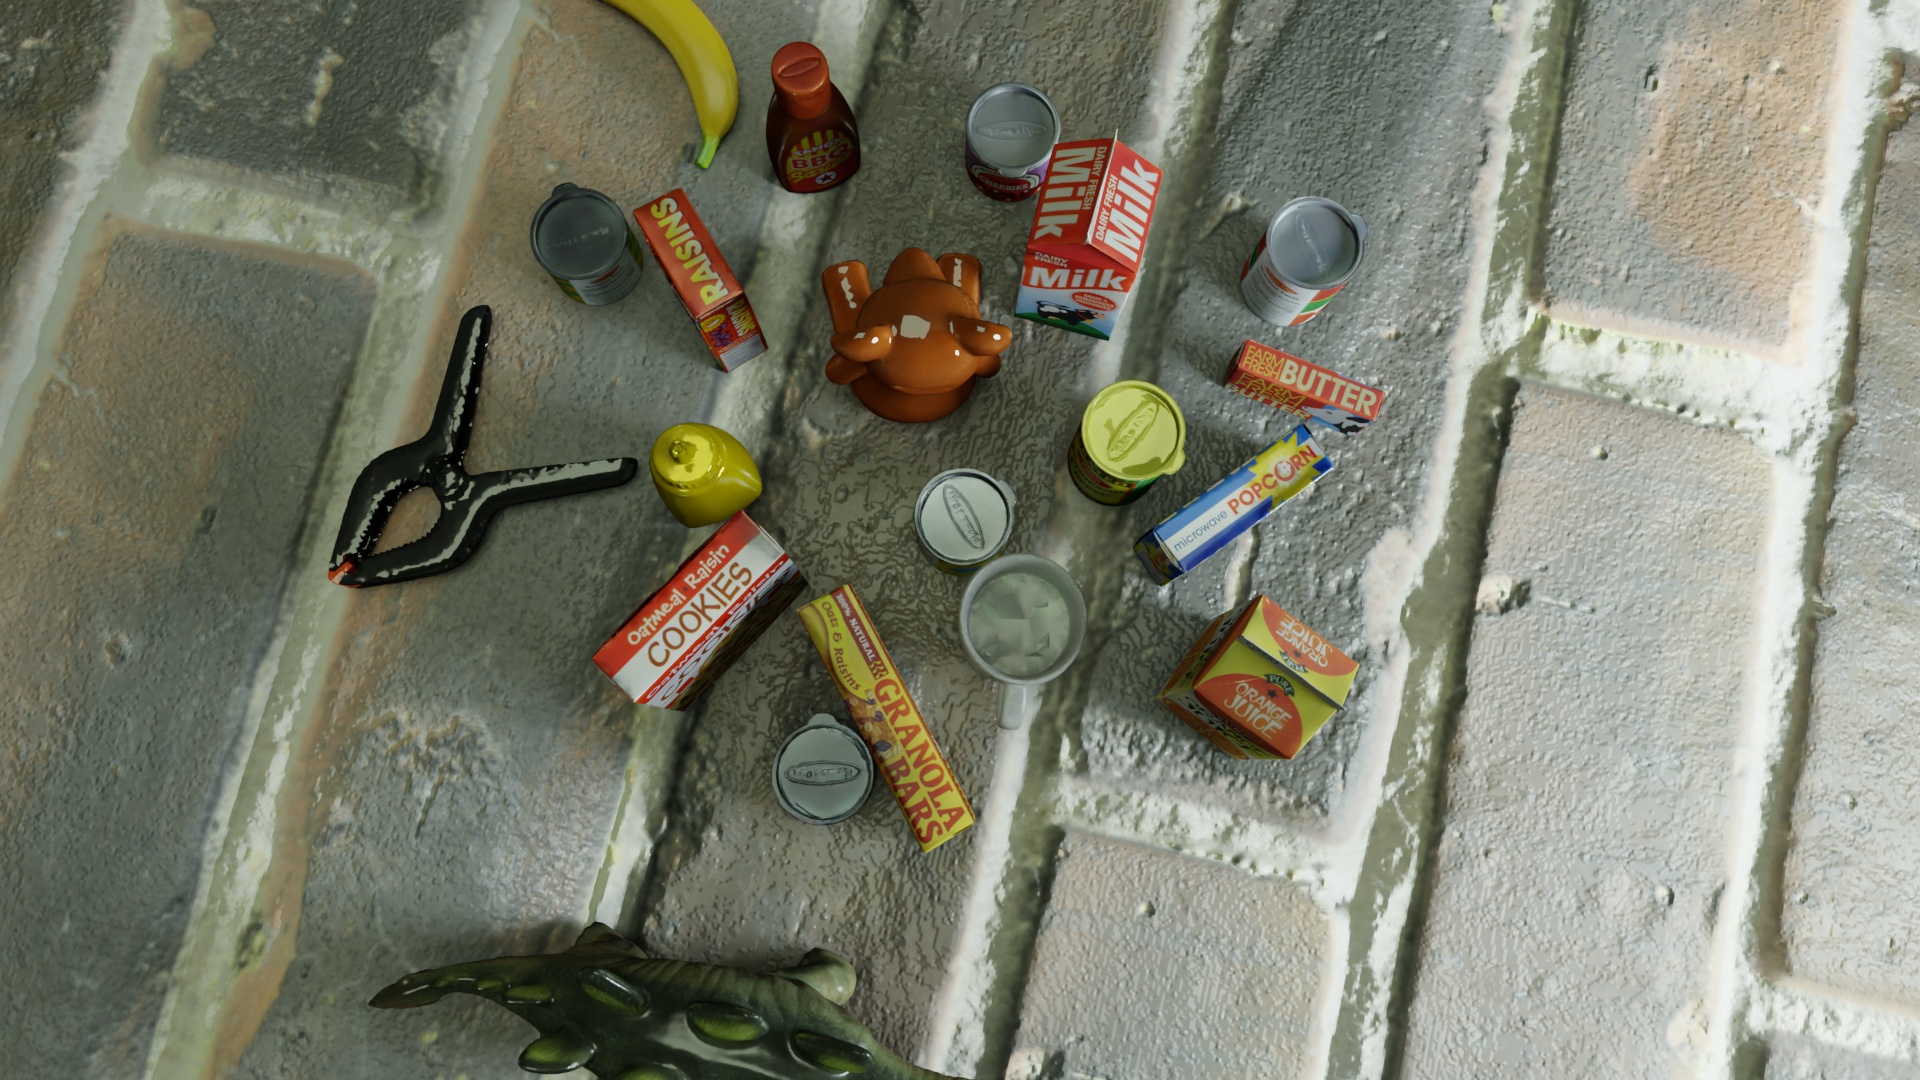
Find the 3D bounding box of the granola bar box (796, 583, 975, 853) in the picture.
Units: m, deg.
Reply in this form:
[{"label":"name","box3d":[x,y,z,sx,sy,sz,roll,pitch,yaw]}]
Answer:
[{"label":"granola bar box","box3d":[-0.046,0.113,0.889,0.039,0.124,0.165,-28,82,-5]}]

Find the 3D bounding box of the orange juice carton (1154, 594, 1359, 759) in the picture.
[{"label":"orange juice carton","box3d":[0.184,0.088,0.865,0.072,0.192,0.073,37,82,4]}]

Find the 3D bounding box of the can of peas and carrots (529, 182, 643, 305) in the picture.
[{"label":"can of peas and carrots","box3d":[-0.261,-0.206,0.971,0.071,0.058,0.071,0,81,-1]}]

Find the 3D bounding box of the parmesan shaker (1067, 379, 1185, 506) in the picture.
[{"label":"parmesan shaker","box3d":[0.111,-0.061,0.933,0.071,0.103,0.071,0,81,-1]}]

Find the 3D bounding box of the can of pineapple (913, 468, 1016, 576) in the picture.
[{"label":"can of pineapple","box3d":[0.003,-0.012,0.945,0.071,0.058,0.071,0,81,-1]}]

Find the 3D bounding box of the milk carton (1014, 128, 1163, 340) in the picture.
[{"label":"milk carton","box3d":[0.083,-0.198,0.911,0.073,0.190,0.072,14,81,1]}]

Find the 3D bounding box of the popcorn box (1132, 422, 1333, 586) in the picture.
[{"label":"popcorn box","box3d":[0.182,-0.022,0.937,0.127,0.085,0.038,-35,83,-6]}]

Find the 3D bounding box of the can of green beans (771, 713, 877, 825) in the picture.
[{"label":"can of green beans","box3d":[-0.088,0.153,0.915,0.071,0.057,0.071,0,81,-1]}]

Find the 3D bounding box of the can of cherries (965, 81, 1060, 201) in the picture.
[{"label":"can of cherries","box3d":[0.035,-0.281,0.991,0.071,0.058,0.071,0,81,-1]}]

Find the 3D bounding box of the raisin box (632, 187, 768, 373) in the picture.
[{"label":"raisin box","box3d":[-0.173,-0.172,0.935,0.040,0.123,0.086,-30,83,-6]}]

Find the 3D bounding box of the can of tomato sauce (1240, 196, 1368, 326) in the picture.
[{"label":"can of tomato sauce","box3d":[0.238,-0.194,0.969,0.071,0.083,0.071,0,81,-1]}]

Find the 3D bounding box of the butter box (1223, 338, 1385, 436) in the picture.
[{"label":"butter box","box3d":[0.238,-0.106,0.969,0.103,0.053,0.024,22,81,2]}]

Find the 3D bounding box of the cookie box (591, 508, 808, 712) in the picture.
[{"label":"cookie box","box3d":[-0.159,0.049,0.876,0.040,0.167,0.123,43,82,5]}]

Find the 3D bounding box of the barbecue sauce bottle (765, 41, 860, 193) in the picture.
[{"label":"barbecue sauce bottle","box3d":[-0.103,-0.286,0.943,0.065,0.148,0.044,-21,82,-4]}]

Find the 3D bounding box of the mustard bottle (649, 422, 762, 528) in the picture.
[{"label":"mustard bottle","box3d":[-0.168,-0.046,0.895,0.065,0.160,0.049,-28,83,-5]}]
